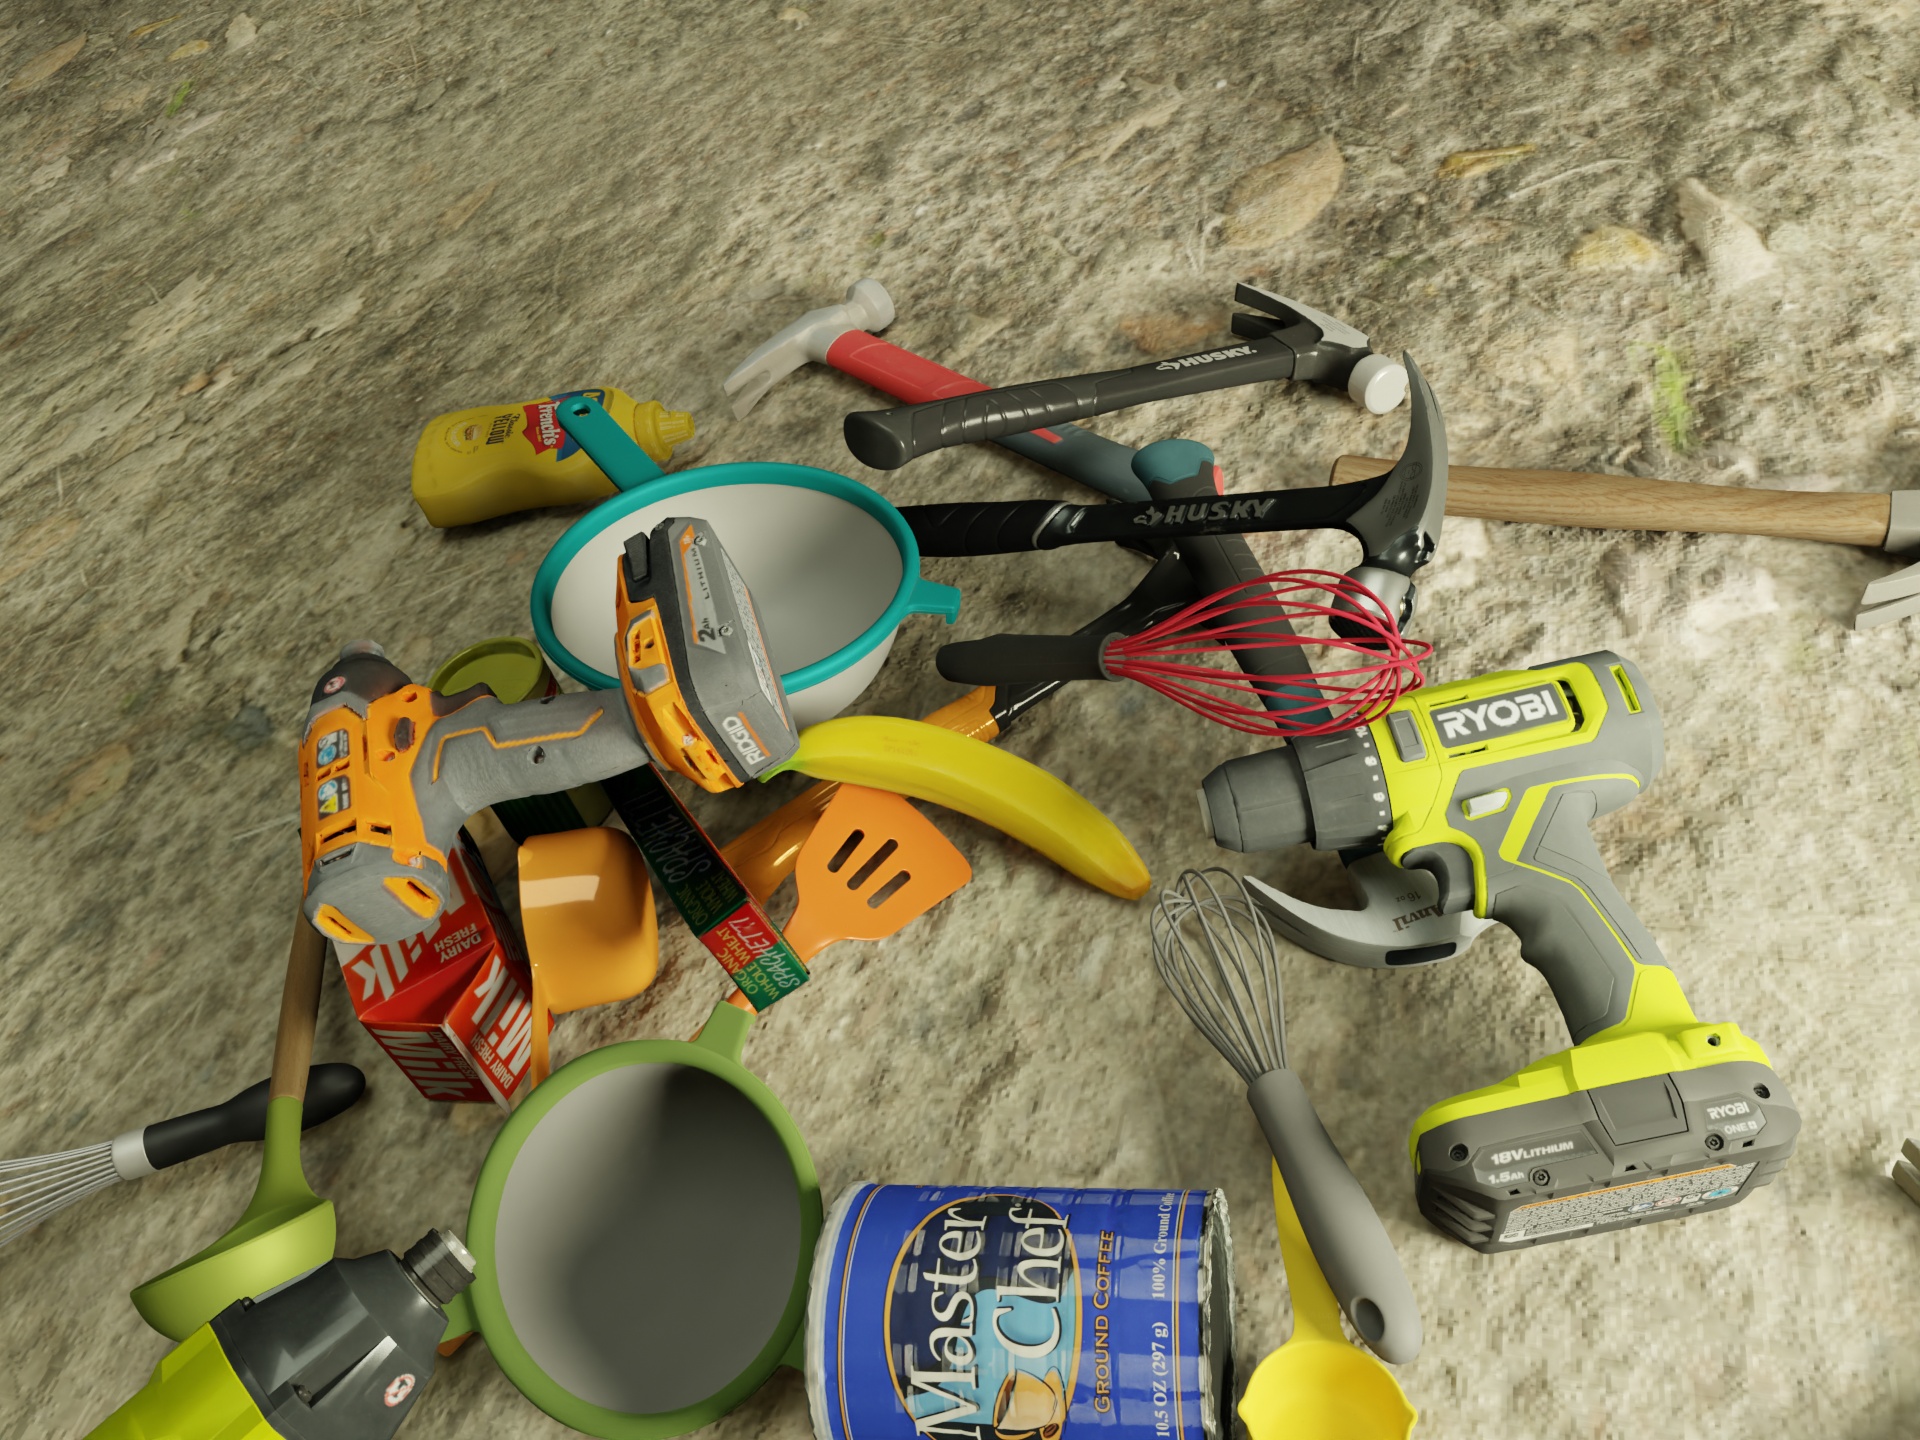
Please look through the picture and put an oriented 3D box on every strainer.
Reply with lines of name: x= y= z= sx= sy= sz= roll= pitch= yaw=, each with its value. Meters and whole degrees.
strainer: x=-0.168 y=0.230 z=0.659 sx=0.256 sy=0.069 sz=0.152 roll=-23 pitch=70 yaw=8
strainer: x=-0.159 y=-0.084 z=0.931 sx=0.211 sy=0.095 sz=0.341 roll=-25 pitch=45 yaw=-21

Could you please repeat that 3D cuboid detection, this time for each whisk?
whisk: x=0.130 y=0.148 z=0.644 sx=0.055 sy=0.055 sz=0.239 roll=-19 pitch=42 yaw=-1
whisk: x=-0.426 y=0.217 z=0.761 sx=0.284 sy=0.070 sz=0.070 roll=-18 pitch=44 yaw=-7
whisk: x=0.085 y=-0.030 z=0.733 sx=0.296 sy=0.073 sz=0.073 roll=2 pitch=43 yaw=51

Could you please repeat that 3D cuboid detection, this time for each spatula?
spatula: x=-0.120 y=0.155 z=0.733 sx=0.081 sy=0.041 sz=0.322 roll=41 pitch=72 yaw=4

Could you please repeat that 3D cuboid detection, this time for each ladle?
ladle: x=-0.320 y=0.154 z=0.743 sx=0.078 sy=0.062 sz=0.320 roll=-24 pitch=35 yaw=-1

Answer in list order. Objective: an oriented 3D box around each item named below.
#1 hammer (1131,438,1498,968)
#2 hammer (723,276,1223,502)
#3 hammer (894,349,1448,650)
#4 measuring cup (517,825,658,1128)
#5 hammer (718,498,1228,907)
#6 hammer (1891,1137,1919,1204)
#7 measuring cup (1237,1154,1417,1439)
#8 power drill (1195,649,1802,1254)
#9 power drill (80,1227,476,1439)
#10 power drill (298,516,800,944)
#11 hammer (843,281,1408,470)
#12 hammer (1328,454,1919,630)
hammer: x=0.160 y=-0.023 z=0.789 sx=0.128 sy=0.033 sz=0.331 roll=-19 pitch=54 yaw=-1
hammer: x=0.007 y=-0.190 z=1.028 sx=0.143 sy=0.038 sz=0.387 roll=-41 pitch=49 yaw=-20
hammer: x=0.067 y=-0.110 z=0.850 sx=0.409 sy=0.036 sz=0.149 roll=3 pitch=63 yaw=43
measuring cup: x=-0.171 y=0.118 z=0.740 sx=0.052 sy=0.095 sz=0.174 roll=-11 pitch=35 yaw=-5
hammer: x=-0.001 y=-0.003 z=0.852 sx=0.337 sy=0.034 sz=0.127 roll=-33 pitch=47 yaw=-15
hammer: x=0.241 y=0.283 z=0.500 sx=0.359 sy=0.036 sz=0.149 roll=-30 pitch=46 yaw=-12
measuring cup: x=0.133 y=0.224 z=0.604 sx=0.062 sy=0.029 sz=0.157 roll=-1 pitch=35 yaw=7
power drill: x=0.209 y=0.085 z=0.641 sx=0.190 sy=0.080 sz=0.229 roll=-13 pitch=55 yaw=5
power drill: x=-0.195 y=0.270 z=0.515 sx=0.171 sy=0.223 sz=0.080 roll=-41 pitch=49 yaw=-21
power drill: x=-0.203 y=-0.008 z=0.745 sx=0.226 sy=0.084 sz=0.164 roll=-23 pitch=52 yaw=2
hammer: x=0.090 y=-0.201 z=0.954 sx=0.334 sy=0.035 sz=0.146 roll=-15 pitch=40 yaw=-20
hammer: x=0.363 y=-0.114 z=0.847 sx=0.331 sy=0.031 sz=0.130 roll=8 pitch=50 yaw=25
